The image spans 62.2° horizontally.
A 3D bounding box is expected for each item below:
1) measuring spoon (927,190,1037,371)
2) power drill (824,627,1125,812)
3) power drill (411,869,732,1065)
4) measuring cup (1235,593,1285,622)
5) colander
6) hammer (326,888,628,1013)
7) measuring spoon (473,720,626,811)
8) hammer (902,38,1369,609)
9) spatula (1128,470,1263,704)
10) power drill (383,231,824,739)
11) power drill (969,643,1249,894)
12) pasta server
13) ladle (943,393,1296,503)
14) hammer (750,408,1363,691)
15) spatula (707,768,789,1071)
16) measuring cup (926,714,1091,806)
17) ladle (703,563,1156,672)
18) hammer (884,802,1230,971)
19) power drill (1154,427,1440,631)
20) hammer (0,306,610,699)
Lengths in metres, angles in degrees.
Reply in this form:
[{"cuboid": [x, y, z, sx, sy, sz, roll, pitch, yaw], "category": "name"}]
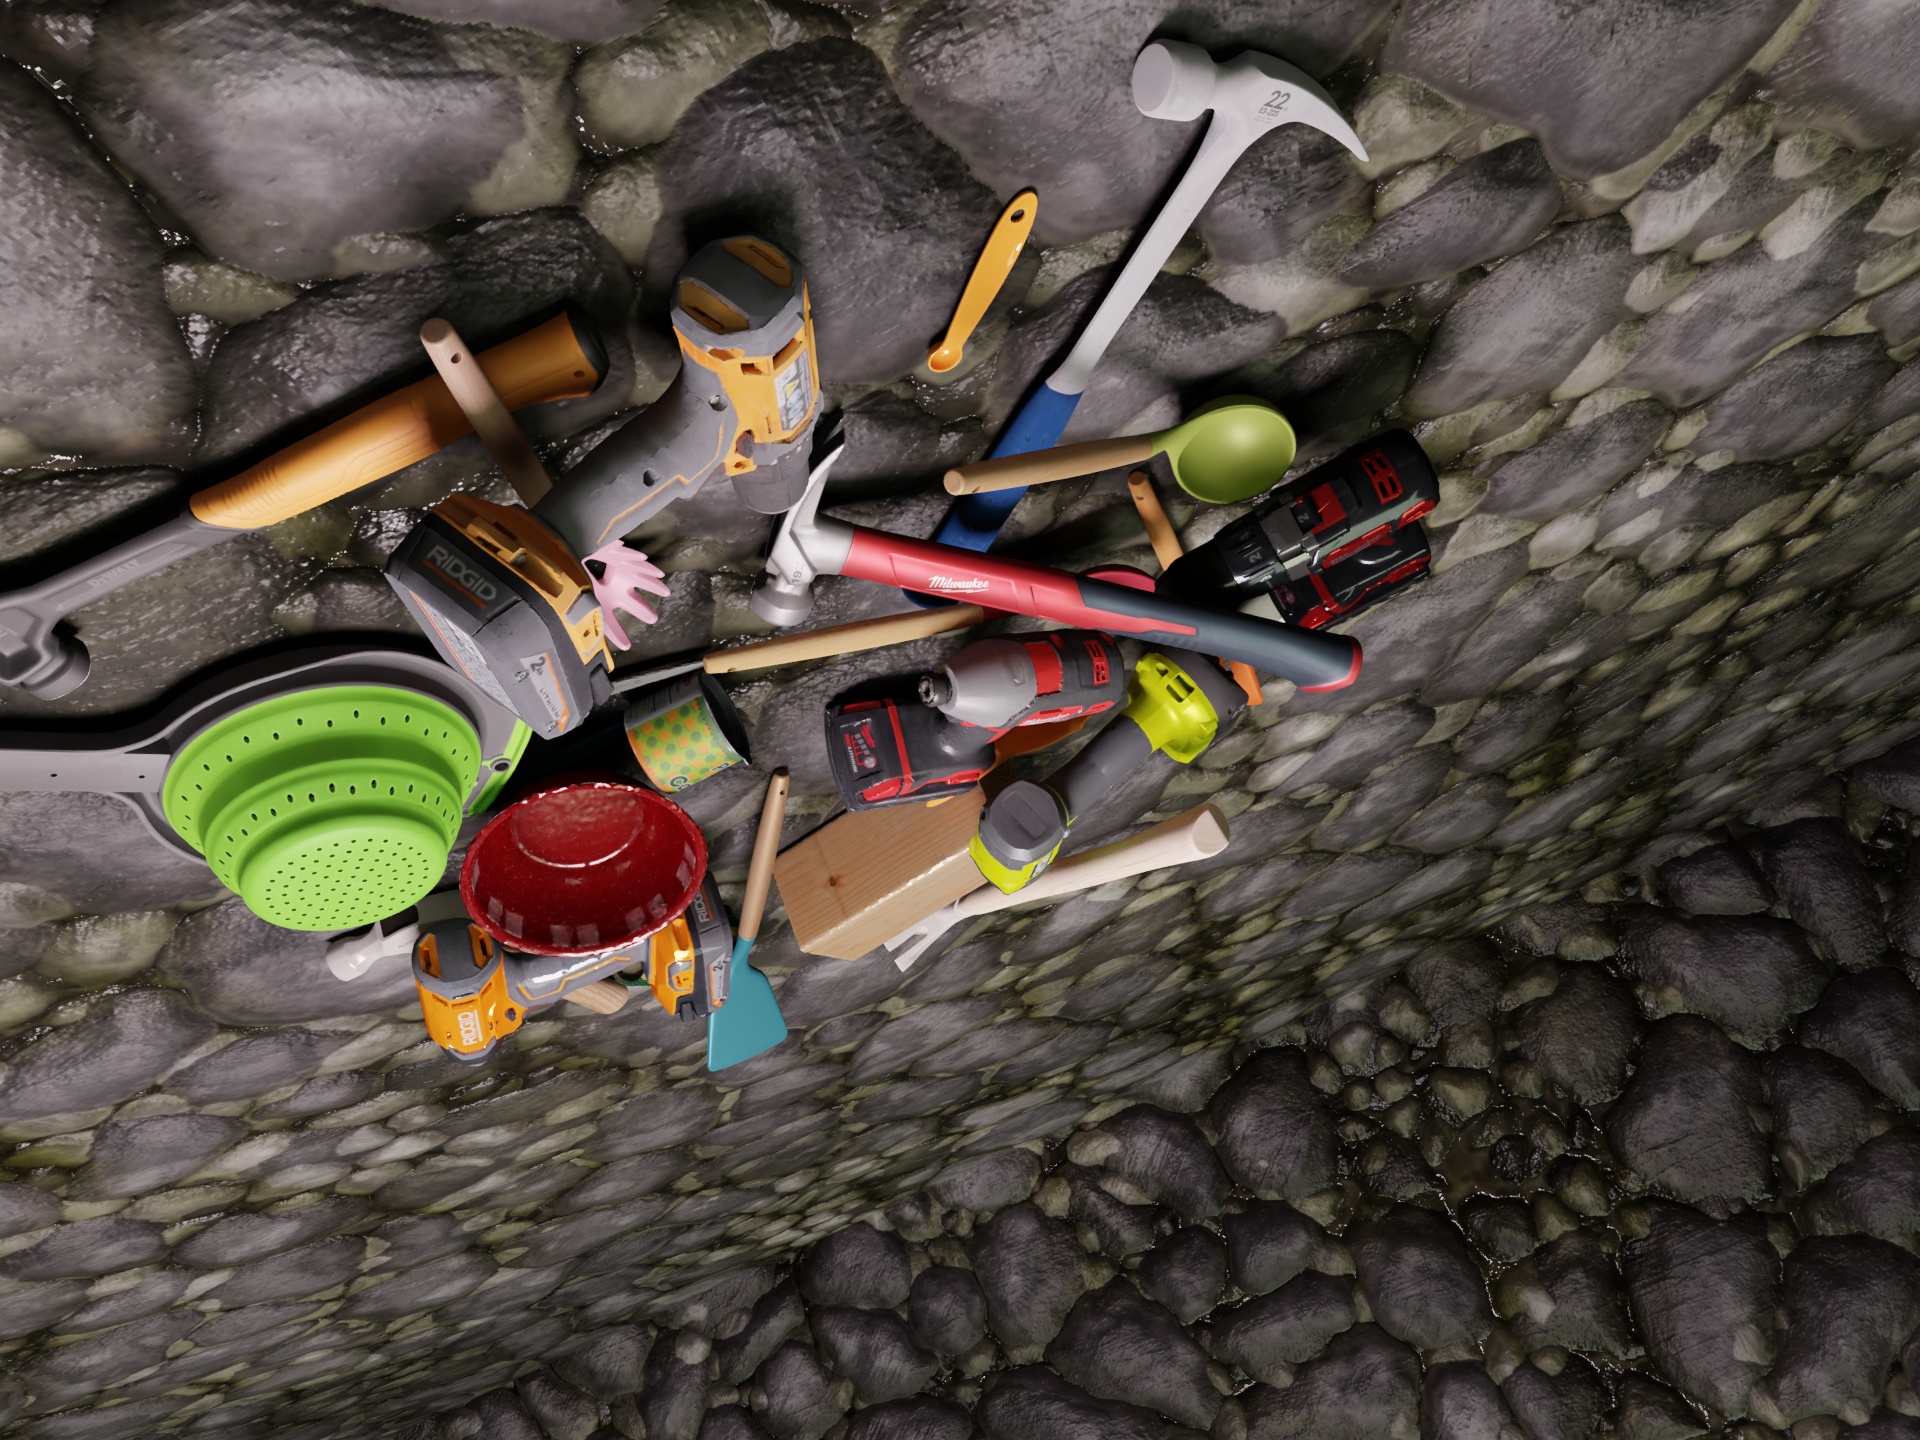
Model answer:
[{"cuboid": [0.010, -0.226, 0.818, 0.021, 0.011, 0.116, -5, 146, -33], "category": "measuring spoon"}, {"cuboid": [-0.002, -0.003, 1.091, 0.143, 0.078, 0.219, -8, 168, -33], "category": "power drill"}, {"cuboid": [-0.296, 0.199, 1.222, 0.226, 0.084, 0.164, -11, 144, -19], "category": "power drill"}, {"cuboid": [0.294, -0.099, 1.281, 0.167, 0.038, 0.083, -24, 155, -3], "category": "measuring cup"}, {"cuboid": [-0.424, 0.053, 0.866, 0.396, 0.095, 0.204, 3, 140, -38], "category": "colander"}, {"cuboid": [-0.363, 0.200, 1.311, 0.130, 0.031, 0.331, -26, 155, 7], "category": "hammer"}, {"cuboid": [-0.278, 0.023, 1.059, 0.128, 0.021, 0.042, -27, 160, -14], "category": "measuring spoon"}, {"cuboid": [0.069, -0.196, 0.894, 0.144, 0.035, 0.405, -6, 150, -33], "category": "hammer"}, {"cuboid": [0.164, -0.091, 1.173, 0.081, 0.041, 0.322, 7, 161, 22], "category": "spatula"}, {"cuboid": [-0.149, -0.100, 0.759, 0.226, 0.084, 0.185, -50, 168, -17], "category": "power drill"}, {"cuboid": [0.103, 0.041, 1.202, 0.223, 0.080, 0.171, -39, 168, -14], "category": "power drill"}, {"cuboid": [-0.201, -0.106, 0.780, 0.060, 0.040, 0.316, -47, 169, -12], "category": "pasta server"}, {"cuboid": [0.097, -0.143, 0.902, 0.320, 0.062, 0.078, -21, 160, -51], "category": "ladle"}, {"cuboid": [0.078, -0.083, 0.959, 0.386, 0.038, 0.143, 11, 136, -18], "category": "hammer"}, {"cuboid": [-0.164, 0.164, 1.307, 0.082, 0.044, 0.317, -18, 140, -35], "category": "spatula"}, {"cuboid": [0.025, 0.005, 1.235, 0.173, 0.052, 0.095, -38, 153, 31], "category": "measuring cup"}, {"cuboid": [-0.011, -0.063, 1.014, 0.315, 0.031, 0.069, -12, 158, -23], "category": "ladle"}, {"cuboid": [0.074, 0.130, 1.273, 0.146, 0.038, 0.410, -35, -176, -29], "category": "hammer"}, {"cuboid": [0.234, -0.113, 1.087, 0.188, 0.080, 0.226, -28, 169, 14], "category": "power drill"}, {"cuboid": [-0.321, -0.110, 0.730, 0.337, 0.034, 0.127, -25, 156, 2], "category": "hammer"}]
